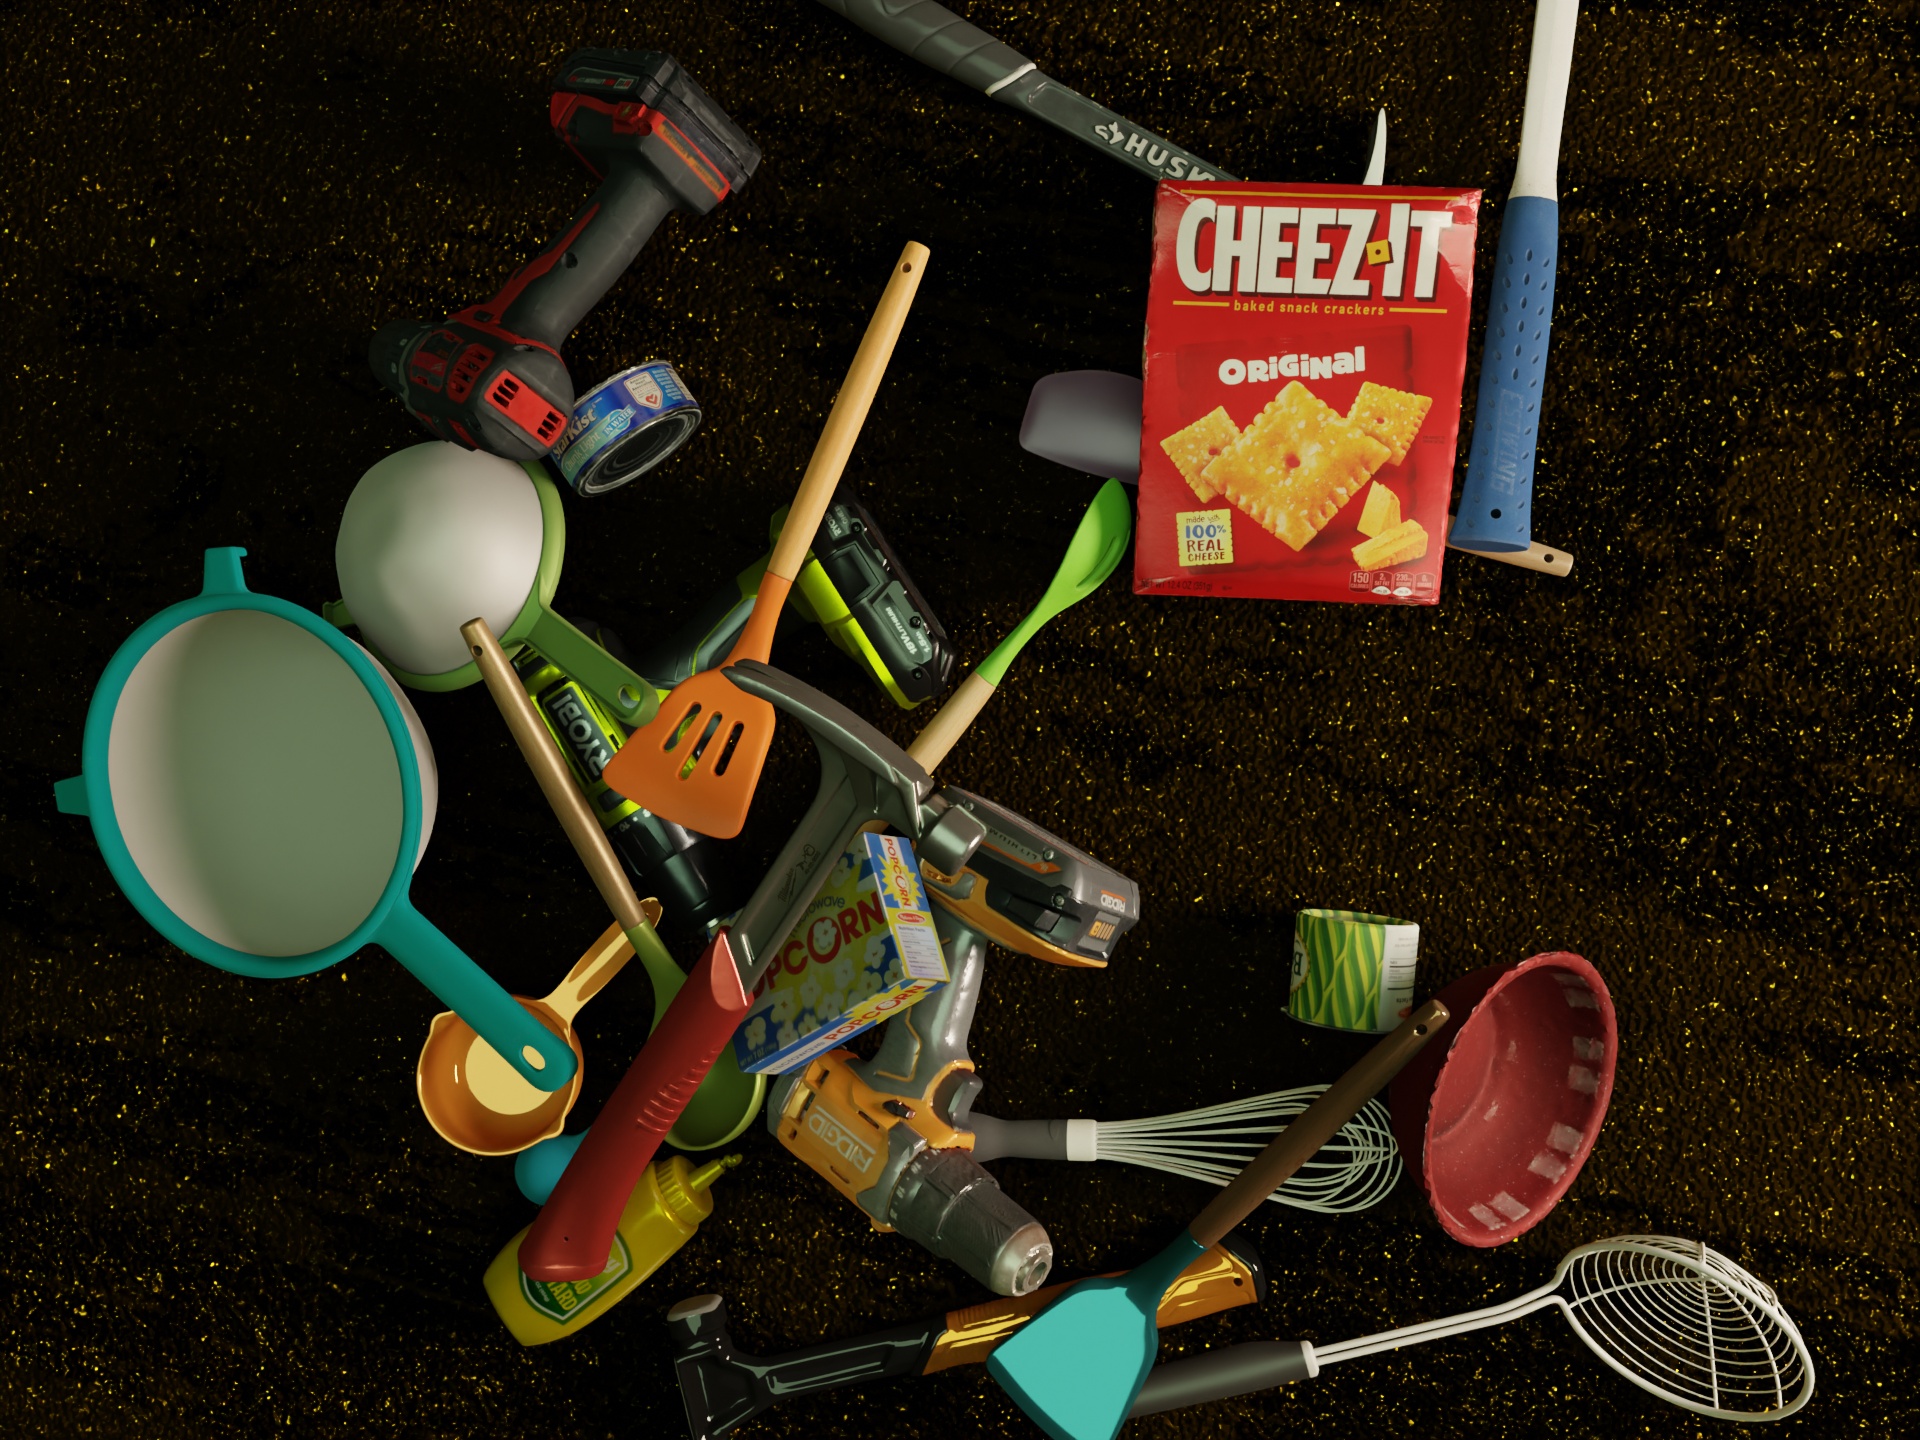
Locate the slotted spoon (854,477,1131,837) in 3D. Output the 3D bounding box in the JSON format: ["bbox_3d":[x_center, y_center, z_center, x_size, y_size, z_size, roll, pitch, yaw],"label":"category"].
[{"bbox_3d":[-0.001,-0.003,0.891,0.031,0.070,0.314,40,97,13],"label":"slotted spoon"}]

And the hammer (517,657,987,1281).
[{"bbox_3d":[-0.140,0.147,0.814,0.149,0.037,0.359,36,108,5],"label":"hammer"}]

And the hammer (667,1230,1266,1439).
[{"bbox_3d":[0.008,0.356,0.900,0.337,0.034,0.127,-15,88,4],"label":"hammer"}]

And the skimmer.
[{"bbox_3d":[0.254,0.354,0.855,0.363,0.090,0.127,-15,120,6],"label":"skimmer"}]

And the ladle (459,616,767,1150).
[{"bbox_3d":[-0.191,0.093,0.850,0.078,0.062,0.320,-17,111,17],"label":"ladle"}]

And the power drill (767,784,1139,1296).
[{"bbox_3d":[0.010,0.171,0.846,0.185,0.084,0.226,29,92,37],"label":"power drill"}]

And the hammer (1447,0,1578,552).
[{"bbox_3d":[0.320,-0.294,0.869,0.144,0.035,0.405,8,87,4],"label":"hammer"}]

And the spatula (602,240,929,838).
[{"bbox_3d":[-0.086,-0.098,0.825,0.081,0.041,0.322,24,94,10],"label":"spatula"}]

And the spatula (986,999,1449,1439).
[{"bbox_3d":[0.142,0.260,0.832,0.082,0.044,0.317,42,109,8],"label":"spatula"}]

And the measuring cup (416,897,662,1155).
[{"bbox_3d":[-0.231,0.169,0.913,0.095,0.052,0.173,42,80,1],"label":"measuring cup"}]

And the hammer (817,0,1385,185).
[{"bbox_3d":[0.049,-0.358,0.899,0.409,0.036,0.149,30,91,4],"label":"hammer"}]

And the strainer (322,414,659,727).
[{"bbox_3d":[-0.260,-0.070,0.852,0.257,0.069,0.151,34,93,31],"label":"strainer"}]

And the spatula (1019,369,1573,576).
[{"bbox_3d":[0.189,-0.135,0.896,0.316,0.018,0.060,18,91,5],"label":"spatula"}]

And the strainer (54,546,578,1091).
[{"bbox_3d":[-0.326,0.073,0.889,0.340,0.095,0.211,42,106,5],"label":"strainer"}]

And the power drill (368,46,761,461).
[{"bbox_3d":[-0.232,-0.253,0.874,0.188,0.080,0.227,27,83,45],"label":"power drill"}]

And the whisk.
[{"bbox_3d":[0.100,0.234,0.887,0.284,0.070,0.070,-1,90,9],"label":"whisk"}]

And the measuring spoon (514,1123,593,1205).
[{"bbox_3d":[-0.205,0.238,0.921,0.128,0.021,0.042,-34,87,3],"label":"measuring spoon"}]

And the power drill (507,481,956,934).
[{"bbox_3d":[-0.120,-0.008,0.890,0.228,0.080,0.190,-33,87,6],"label":"power drill"}]
